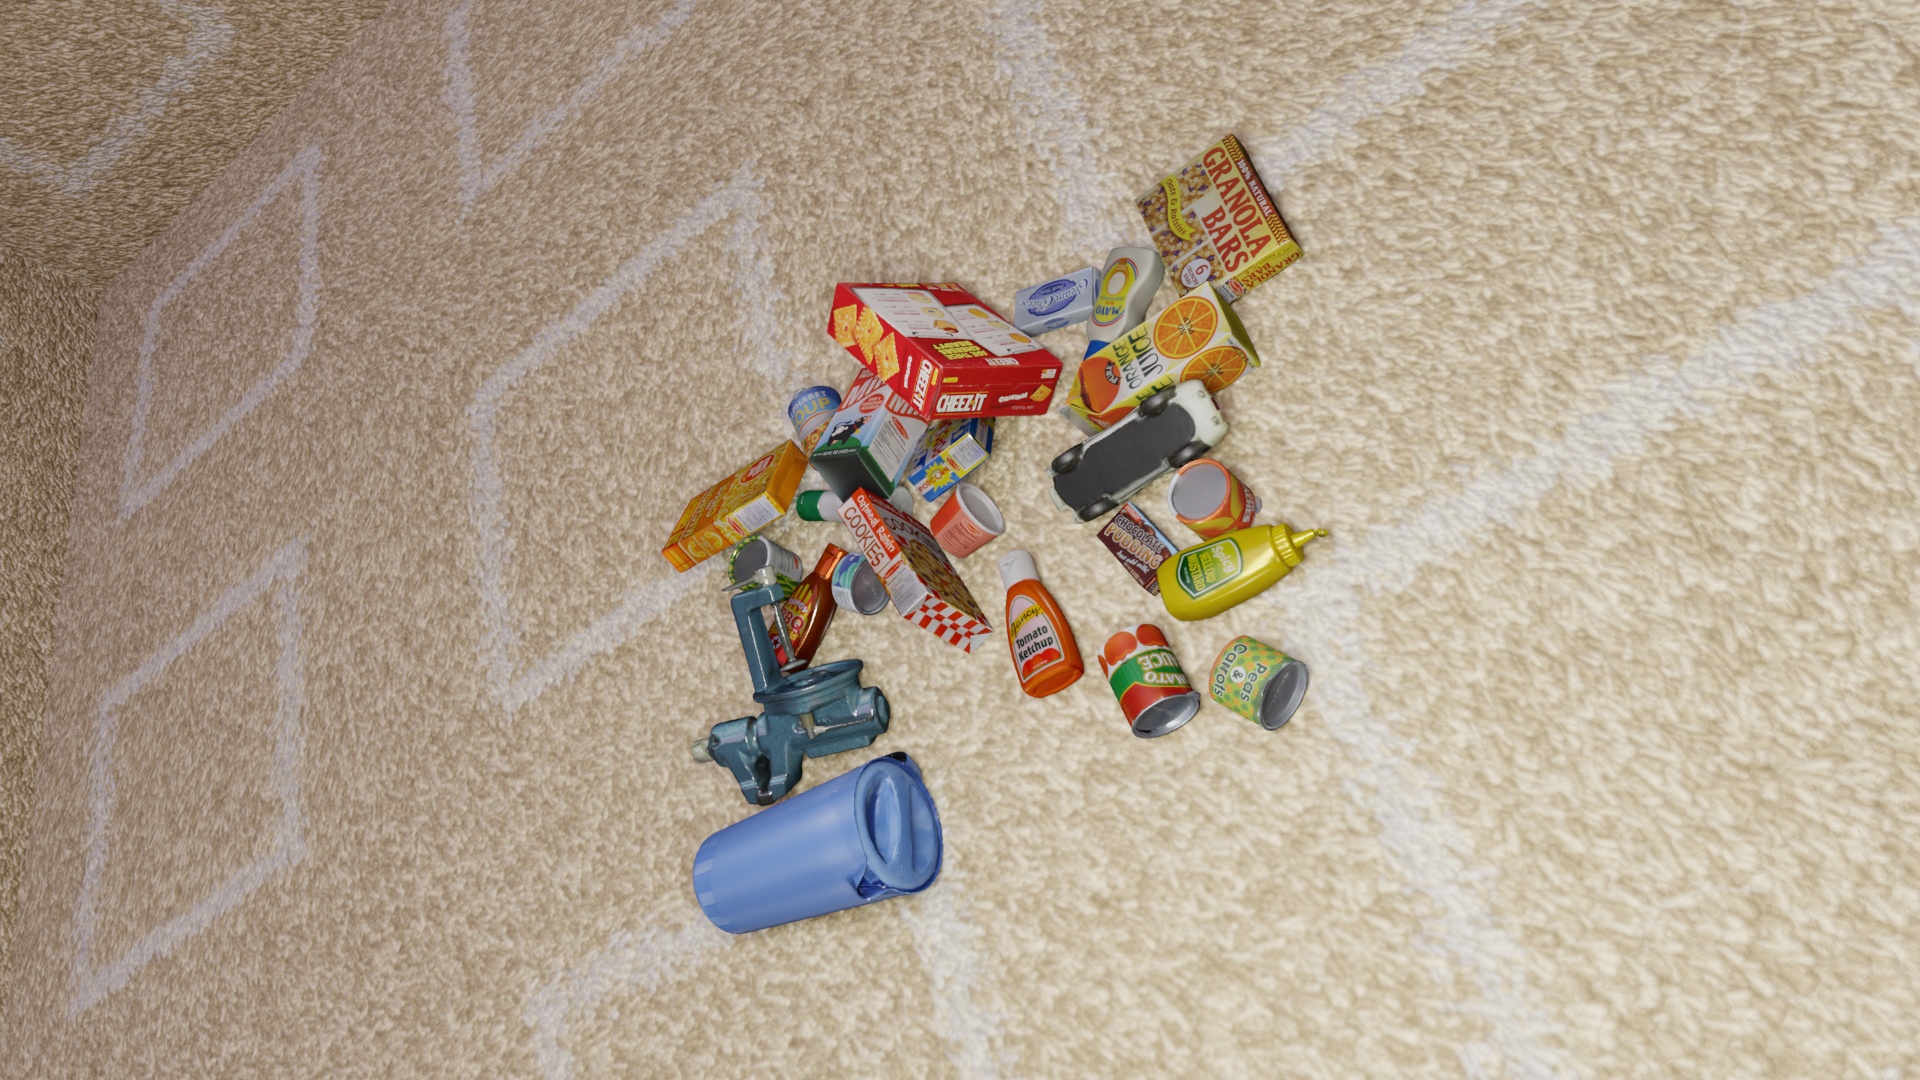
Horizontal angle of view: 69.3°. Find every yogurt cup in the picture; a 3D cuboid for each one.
[{"bbox_3d":[0.005,-0.018,1.459,0.053,0.072,0.073,-42,50,24],"label":"yogurt cup"}]

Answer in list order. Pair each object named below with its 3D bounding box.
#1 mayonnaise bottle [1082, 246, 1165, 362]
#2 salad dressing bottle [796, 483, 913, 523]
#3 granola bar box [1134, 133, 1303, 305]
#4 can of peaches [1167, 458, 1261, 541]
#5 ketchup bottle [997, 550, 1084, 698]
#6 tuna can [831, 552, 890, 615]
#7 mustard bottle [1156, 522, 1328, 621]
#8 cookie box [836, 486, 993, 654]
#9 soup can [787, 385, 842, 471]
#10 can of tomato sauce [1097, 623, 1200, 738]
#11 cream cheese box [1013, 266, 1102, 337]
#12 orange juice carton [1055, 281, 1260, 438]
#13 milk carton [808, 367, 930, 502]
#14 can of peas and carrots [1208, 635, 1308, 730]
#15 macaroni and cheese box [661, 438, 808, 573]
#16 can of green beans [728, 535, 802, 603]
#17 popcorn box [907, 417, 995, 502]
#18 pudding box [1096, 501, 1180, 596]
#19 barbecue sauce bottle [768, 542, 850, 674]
[{"bbox_3d":[0.164,-0.235,1.456,0.065,0.041,0.148,11,75,40],"label":"mayonnaise bottle"},{"bbox_3d":[-0.123,-0.039,1.578,0.147,0.044,0.064,2,69,38],"label":"salad dressing bottle"},{"bbox_3d":[0.262,-0.321,1.425,0.124,0.039,0.166,-32,53,22],"label":"granola bar box"},{"bbox_3d":[0.237,-0.037,1.297,0.071,0.058,0.071,-16,60,31],"label":"can of peaches"},{"bbox_3d":[0.073,0.079,1.375,0.064,0.043,0.149,-32,53,21],"label":"ketchup bottle"},{"bbox_3d":[-0.105,0.045,1.510,0.033,0.071,0.071,10,76,40],"label":"tuna can"},{"bbox_3d":[0.258,0.020,1.261,0.160,0.049,0.065,-27,58,25],"label":"mustard bottle"},{"bbox_3d":[-0.047,0.029,1.434,0.040,0.123,0.168,-44,50,12],"label":"cookie box"},{"bbox_3d":[-0.161,-0.131,1.630,0.071,0.071,0.084,-39,51,16],"label":"soup can"},{"bbox_3d":[0.171,0.126,1.263,0.071,0.071,0.083,-38,51,17],"label":"can of tomato sauce"},{"bbox_3d":[0.107,-0.260,1.522,0.103,0.024,0.053,-13,63,32],"label":"cream cheese box"},{"bbox_3d":[0.191,-0.164,1.383,0.192,0.071,0.073,-32,53,21],"label":"orange juice carton"},{"bbox_3d":[-0.087,-0.137,1.556,0.072,0.073,0.191,-4,46,36],"label":"milk carton"},{"bbox_3d":[0.256,0.122,1.200,0.059,0.071,0.071,28,87,42],"label":"can of peas and carrots"},{"bbox_3d":[-0.267,-0.040,1.653,0.166,0.040,0.124,-28,25,24],"label":"macaroni and cheese box"},{"bbox_3d":[-0.227,0.034,1.610,0.071,0.057,0.071,-16,61,31],"label":"can of green beans"},{"bbox_3d":[-0.008,-0.099,1.480,0.085,0.038,0.127,-37,16,18],"label":"popcorn box"},{"bbox_3d":[0.176,0.007,1.341,0.049,0.030,0.084,-46,50,9],"label":"pudding box"},{"bbox_3d":[-0.168,0.075,1.556,0.065,0.043,0.148,26,86,42],"label":"barbecue sauce bottle"}]
